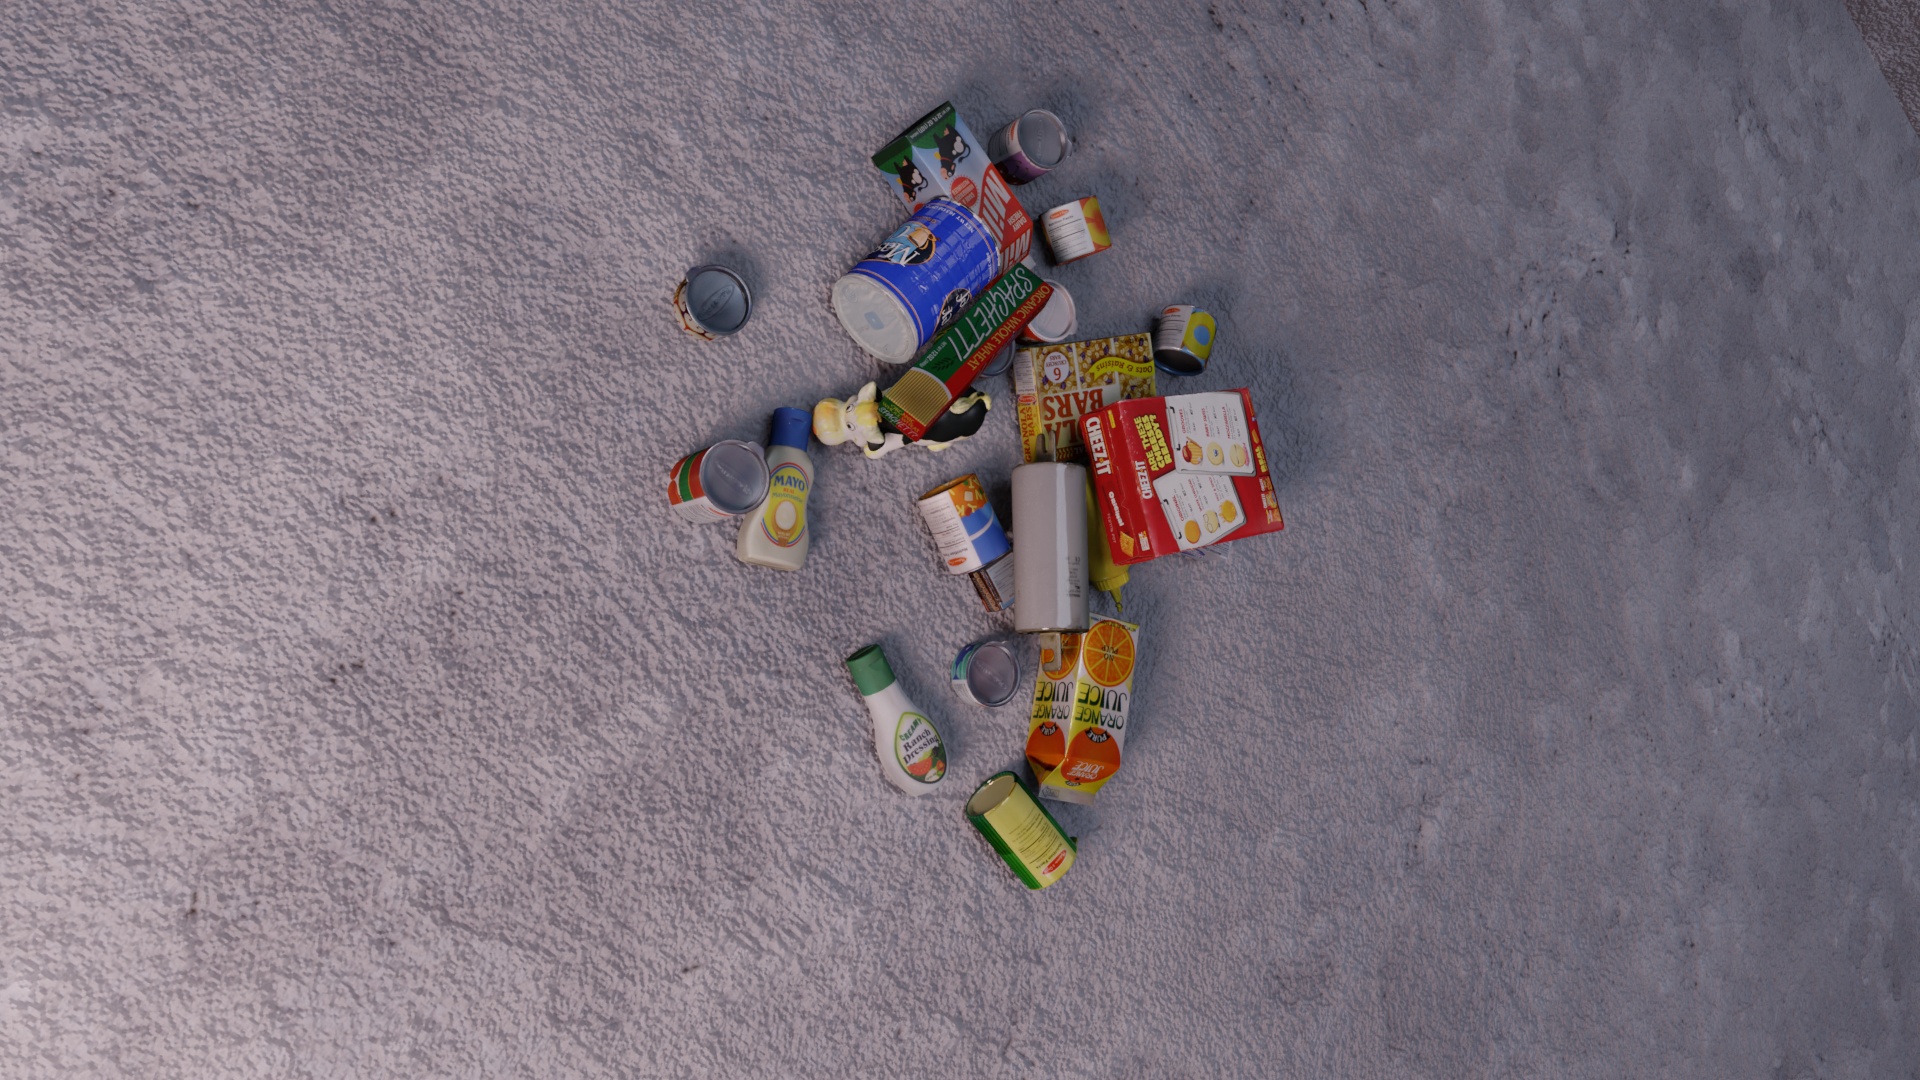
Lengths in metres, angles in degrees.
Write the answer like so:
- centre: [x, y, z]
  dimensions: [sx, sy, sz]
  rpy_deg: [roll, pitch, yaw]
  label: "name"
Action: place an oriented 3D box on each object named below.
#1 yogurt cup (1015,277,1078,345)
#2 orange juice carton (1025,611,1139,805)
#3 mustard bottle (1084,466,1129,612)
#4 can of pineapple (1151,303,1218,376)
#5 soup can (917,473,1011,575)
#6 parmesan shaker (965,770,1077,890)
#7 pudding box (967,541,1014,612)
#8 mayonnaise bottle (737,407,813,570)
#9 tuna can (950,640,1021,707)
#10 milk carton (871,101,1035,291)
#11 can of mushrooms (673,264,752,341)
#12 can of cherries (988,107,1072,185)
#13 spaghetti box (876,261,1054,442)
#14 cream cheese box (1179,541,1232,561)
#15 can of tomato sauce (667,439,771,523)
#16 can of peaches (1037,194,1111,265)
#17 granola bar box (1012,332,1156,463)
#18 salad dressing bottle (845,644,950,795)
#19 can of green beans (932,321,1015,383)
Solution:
- centre: [0.080, -0.238, 1.466]
  dimensions: [0.072, 0.054, 0.072]
  rpy_deg: [4, 82, -32]
  label: "yogurt cup"
- centre: [0.123, 0.173, 1.432]
  dimensions: [0.072, 0.073, 0.193]
  rpy_deg: [17, 76, -30]
  label: "orange juice carton"
- centre: [0.146, 0.001, 1.475]
  dimensions: [0.049, 0.065, 0.160]
  rpy_deg: [-28, 104, -37]
  label: "mustard bottle"
- centre: [0.253, -0.224, 1.567]
  dimensions: [0.071, 0.071, 0.058]
  rpy_deg: [28, 71, -27]
  label: "can of pineapple"
- centre: [0.005, -0.017, 1.386]
  dimensions: [0.071, 0.071, 0.083]
  rpy_deg: [-31, 100, -31]
  label: "soup can"
- centre: [0.062, 0.286, 1.383]
  dimensions: [0.071, 0.071, 0.103]
  rpy_deg: [-46, 108, -27]
  label: "parmesan shaker"
- centre: [0.054, 0.033, 1.431]
  dimensions: [0.084, 0.030, 0.049]
  rpy_deg: [-34, 101, -31]
  label: "pudding box"
- centre: [-0.167, -0.049, 1.295]
  dimensions: [0.065, 0.041, 0.148]
  rpy_deg: [13, 78, -29]
  label: "mayonnaise bottle"
- centre: [0.026, 0.133, 1.399]
  dimensions: [0.071, 0.032, 0.071]
  rpy_deg: [4, 82, -32]
  label: "tuna can"
- centre: [0.004, -0.341, 1.420]
  dimensions: [0.072, 0.073, 0.190]
  rpy_deg: [-47, 109, -27]
  label: "milk carton"
- centre: [-0.230, -0.220, 1.281]
  dimensions: [0.071, 0.033, 0.071]
  rpy_deg: [4, 83, -32]
  label: "can of mushrooms"
- centre: [0.074, -0.418, 1.483]
  dimensions: [0.071, 0.058, 0.071]
  rpy_deg: [5, 81, -32]
  label: "can of cherries"
- centre: [0.010, -0.187, 1.341]
  dimensions: [0.050, 0.028, 0.251]
  rpy_deg: [38, 54, 3]
  label: "spaghetti box"
- centre: [0.246, -0.004, 1.542]
  dimensions: [0.104, 0.053, 0.024]
  rpy_deg: [20, 76, -29]
  label: "cream cheese box"
- centre: [-0.216, -0.053, 1.240]
  dimensions: [0.071, 0.083, 0.071]
  rpy_deg: [4, 82, -32]
  label: "can of tomato sauce"
- centre: [0.125, -0.335, 1.501]
  dimensions: [0.071, 0.071, 0.058]
  rpy_deg: [-23, 96, -32]
  label: "can of peaches"
- centre: [0.138, -0.153, 1.492]
  dimensions: [0.166, 0.039, 0.124]
  rpy_deg: [-12, 99, -33]
  label: "granola bar box"
- centre: [-0.062, 0.172, 1.332]
  dimensions: [0.064, 0.044, 0.147]
  rpy_deg: [-33, 101, -32]
  label: "salad dressing bottle"
- centre: [0.013, -0.194, 1.417]
  dimensions: [0.071, 0.057, 0.071]
  rpy_deg: [4, 82, -32]
  label: "can of green beans"
